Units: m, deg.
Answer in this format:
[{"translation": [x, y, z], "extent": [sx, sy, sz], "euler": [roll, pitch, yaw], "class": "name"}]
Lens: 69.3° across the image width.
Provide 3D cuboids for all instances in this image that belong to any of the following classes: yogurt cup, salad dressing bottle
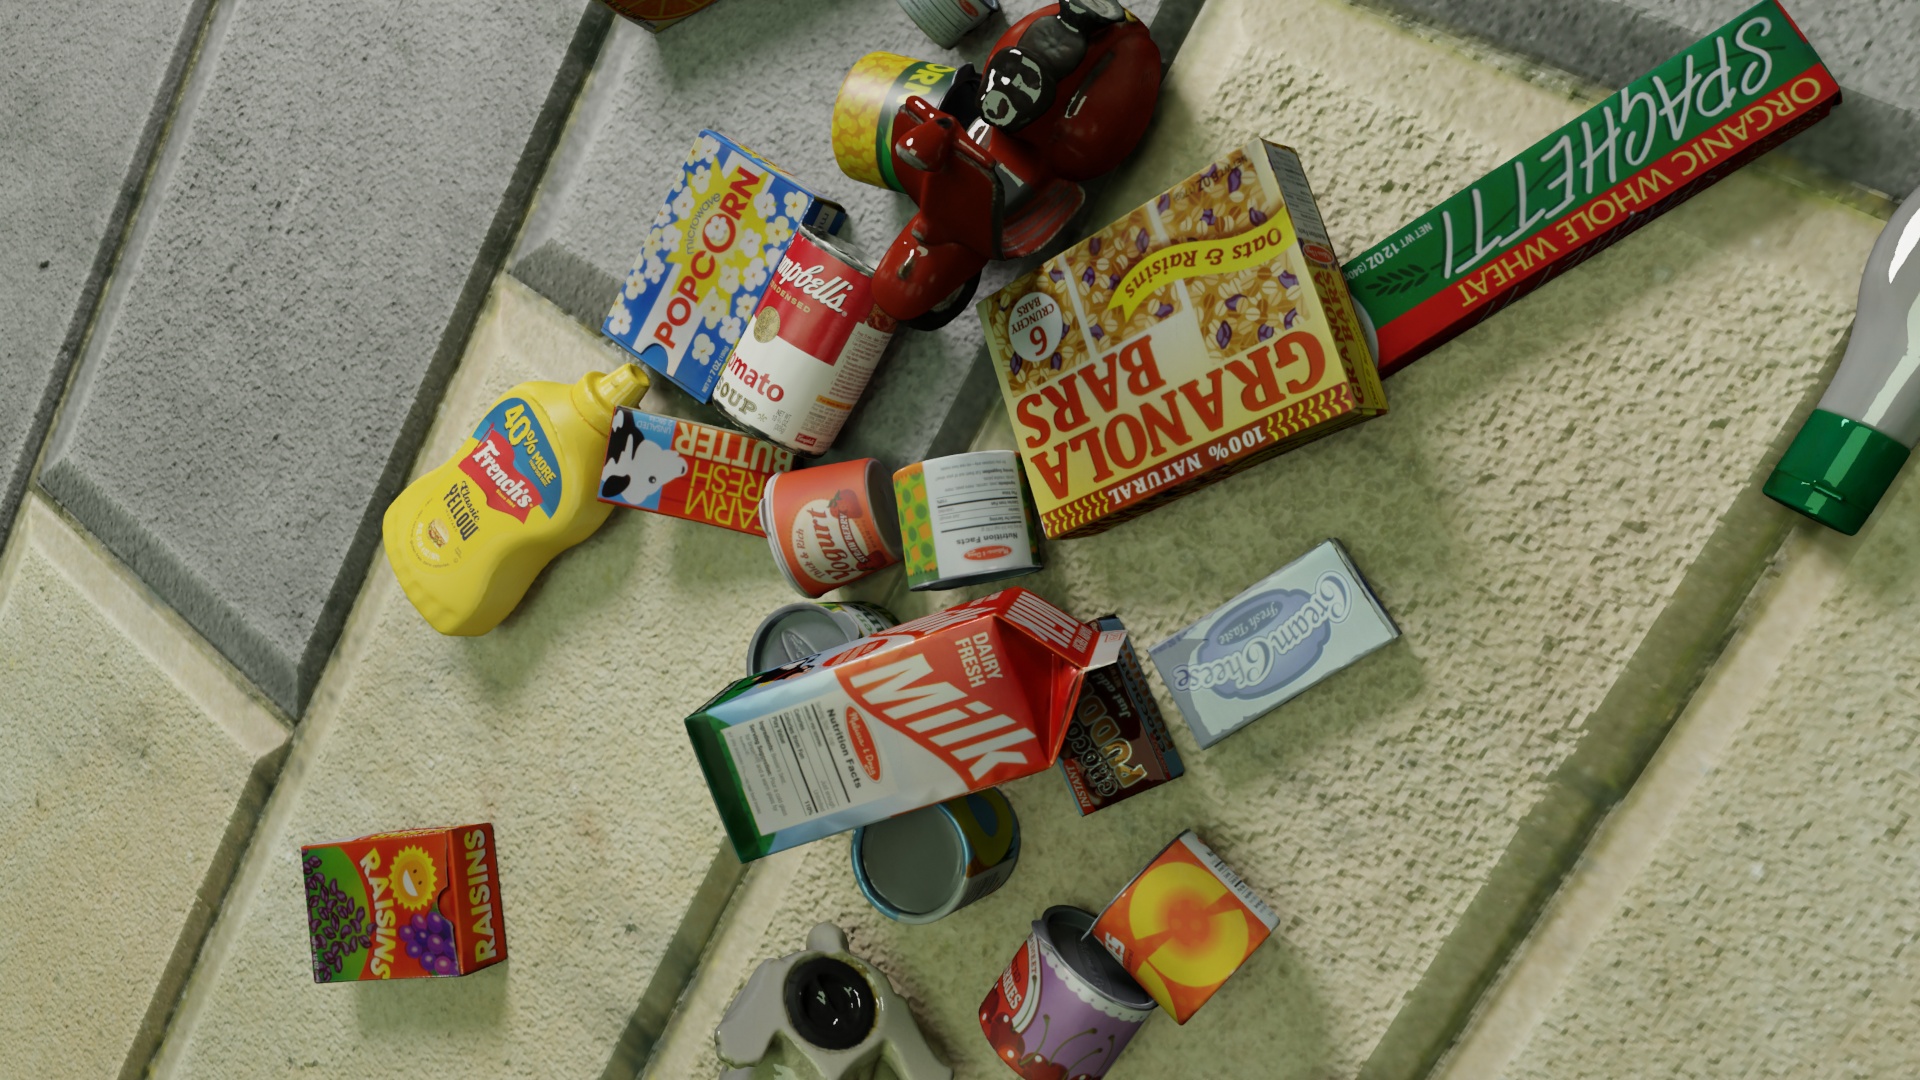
[{"translation": [-0.061, -0.009, 0.707], "extent": [0.054, 0.072, 0.072], "euler": [-16, 82, 16], "class": "yogurt cup"}, {"translation": [0.361, -0.074, 0.523], "extent": [0.064, 0.044, 0.147], "euler": [32, 103, 20], "class": "salad dressing bottle"}]

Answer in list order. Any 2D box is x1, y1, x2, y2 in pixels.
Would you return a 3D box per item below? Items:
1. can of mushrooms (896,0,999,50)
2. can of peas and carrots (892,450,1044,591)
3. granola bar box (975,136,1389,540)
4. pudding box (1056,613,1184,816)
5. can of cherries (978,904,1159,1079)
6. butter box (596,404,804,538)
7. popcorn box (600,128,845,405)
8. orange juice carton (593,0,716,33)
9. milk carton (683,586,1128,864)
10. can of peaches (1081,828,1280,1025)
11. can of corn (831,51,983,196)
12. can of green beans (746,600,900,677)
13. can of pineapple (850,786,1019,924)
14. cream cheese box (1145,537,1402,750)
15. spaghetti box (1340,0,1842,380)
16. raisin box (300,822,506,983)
[{"translation": [-0.014, -0.282, 0.691], "extent": [0.033, 0.071, 0.071], "euler": [-35, 75, 22], "class": "can of mushrooms"}, {"translation": [0.002, -0.008, 0.677], "extent": [0.071, 0.071, 0.059], "euler": [-12, 84, 24], "class": "can of peas and carrots"}, {"translation": [0.094, -0.084, 0.626], "extent": [0.165, 0.039, 0.124], "euler": [-24, 78, 39], "class": "granola bar box"}, {"translation": [0.066, 0.083, 0.663], "extent": [0.049, 0.030, 0.084], "euler": [-27, 77, 23], "class": "pudding box"}, {"translation": [0.048, 0.213, 0.646], "extent": [0.071, 0.071, 0.058], "euler": [38, 105, 21], "class": "can of cherries"}, {"translation": [-0.139, -0.036, 0.745], "extent": [0.103, 0.024, 0.053], "euler": [13, 94, 2], "class": "butter box"}, {"translation": [-0.129, -0.147, 0.756], "extent": [0.085, 0.038, 0.126], "euler": [35, 102, 21], "class": "popcorn box"}, {"translation": [-0.119, -0.351, 0.738], "extent": [0.192, 0.072, 0.073], "euler": [-17, 82, 24], "class": "orange juice carton"}, {"translation": [-0.017, 0.076, 0.626], "extent": [0.190, 0.072, 0.073], "euler": [-19, 94, 12], "class": "milk carton"}, {"translation": [0.099, 0.175, 0.624], "extent": [0.058, 0.071, 0.071], "euler": [43, 106, 19], "class": "can of peaches"}, {"translation": [-0.023, -0.207, 0.690], "extent": [0.058, 0.071, 0.071], "euler": [22, 98, 24], "class": "can of corn"}, {"translation": [-0.066, 0.064, 0.709], "extent": [0.071, 0.058, 0.071], "euler": [-1, 89, 25], "class": "can of green beans"}, {"translation": [-0.013, 0.148, 0.682], "extent": [0.071, 0.058, 0.071], "euler": [-1, 89, 25], "class": "can of pineapple"}, {"translation": [0.141, 0.047, 0.632], "extent": [0.103, 0.024, 0.053], "euler": [-35, 75, 20], "class": "cream cheese box"}, {"translation": [0.236, -0.132, 0.590], "extent": [0.249, 0.029, 0.050], "euler": [-32, 76, 21], "class": "spaghetti box"}, {"translation": [-0.339, 0.220, 0.843], "extent": [0.123, 0.040, 0.086], "euler": [-10, 84, 24], "class": "raisin box"}]
